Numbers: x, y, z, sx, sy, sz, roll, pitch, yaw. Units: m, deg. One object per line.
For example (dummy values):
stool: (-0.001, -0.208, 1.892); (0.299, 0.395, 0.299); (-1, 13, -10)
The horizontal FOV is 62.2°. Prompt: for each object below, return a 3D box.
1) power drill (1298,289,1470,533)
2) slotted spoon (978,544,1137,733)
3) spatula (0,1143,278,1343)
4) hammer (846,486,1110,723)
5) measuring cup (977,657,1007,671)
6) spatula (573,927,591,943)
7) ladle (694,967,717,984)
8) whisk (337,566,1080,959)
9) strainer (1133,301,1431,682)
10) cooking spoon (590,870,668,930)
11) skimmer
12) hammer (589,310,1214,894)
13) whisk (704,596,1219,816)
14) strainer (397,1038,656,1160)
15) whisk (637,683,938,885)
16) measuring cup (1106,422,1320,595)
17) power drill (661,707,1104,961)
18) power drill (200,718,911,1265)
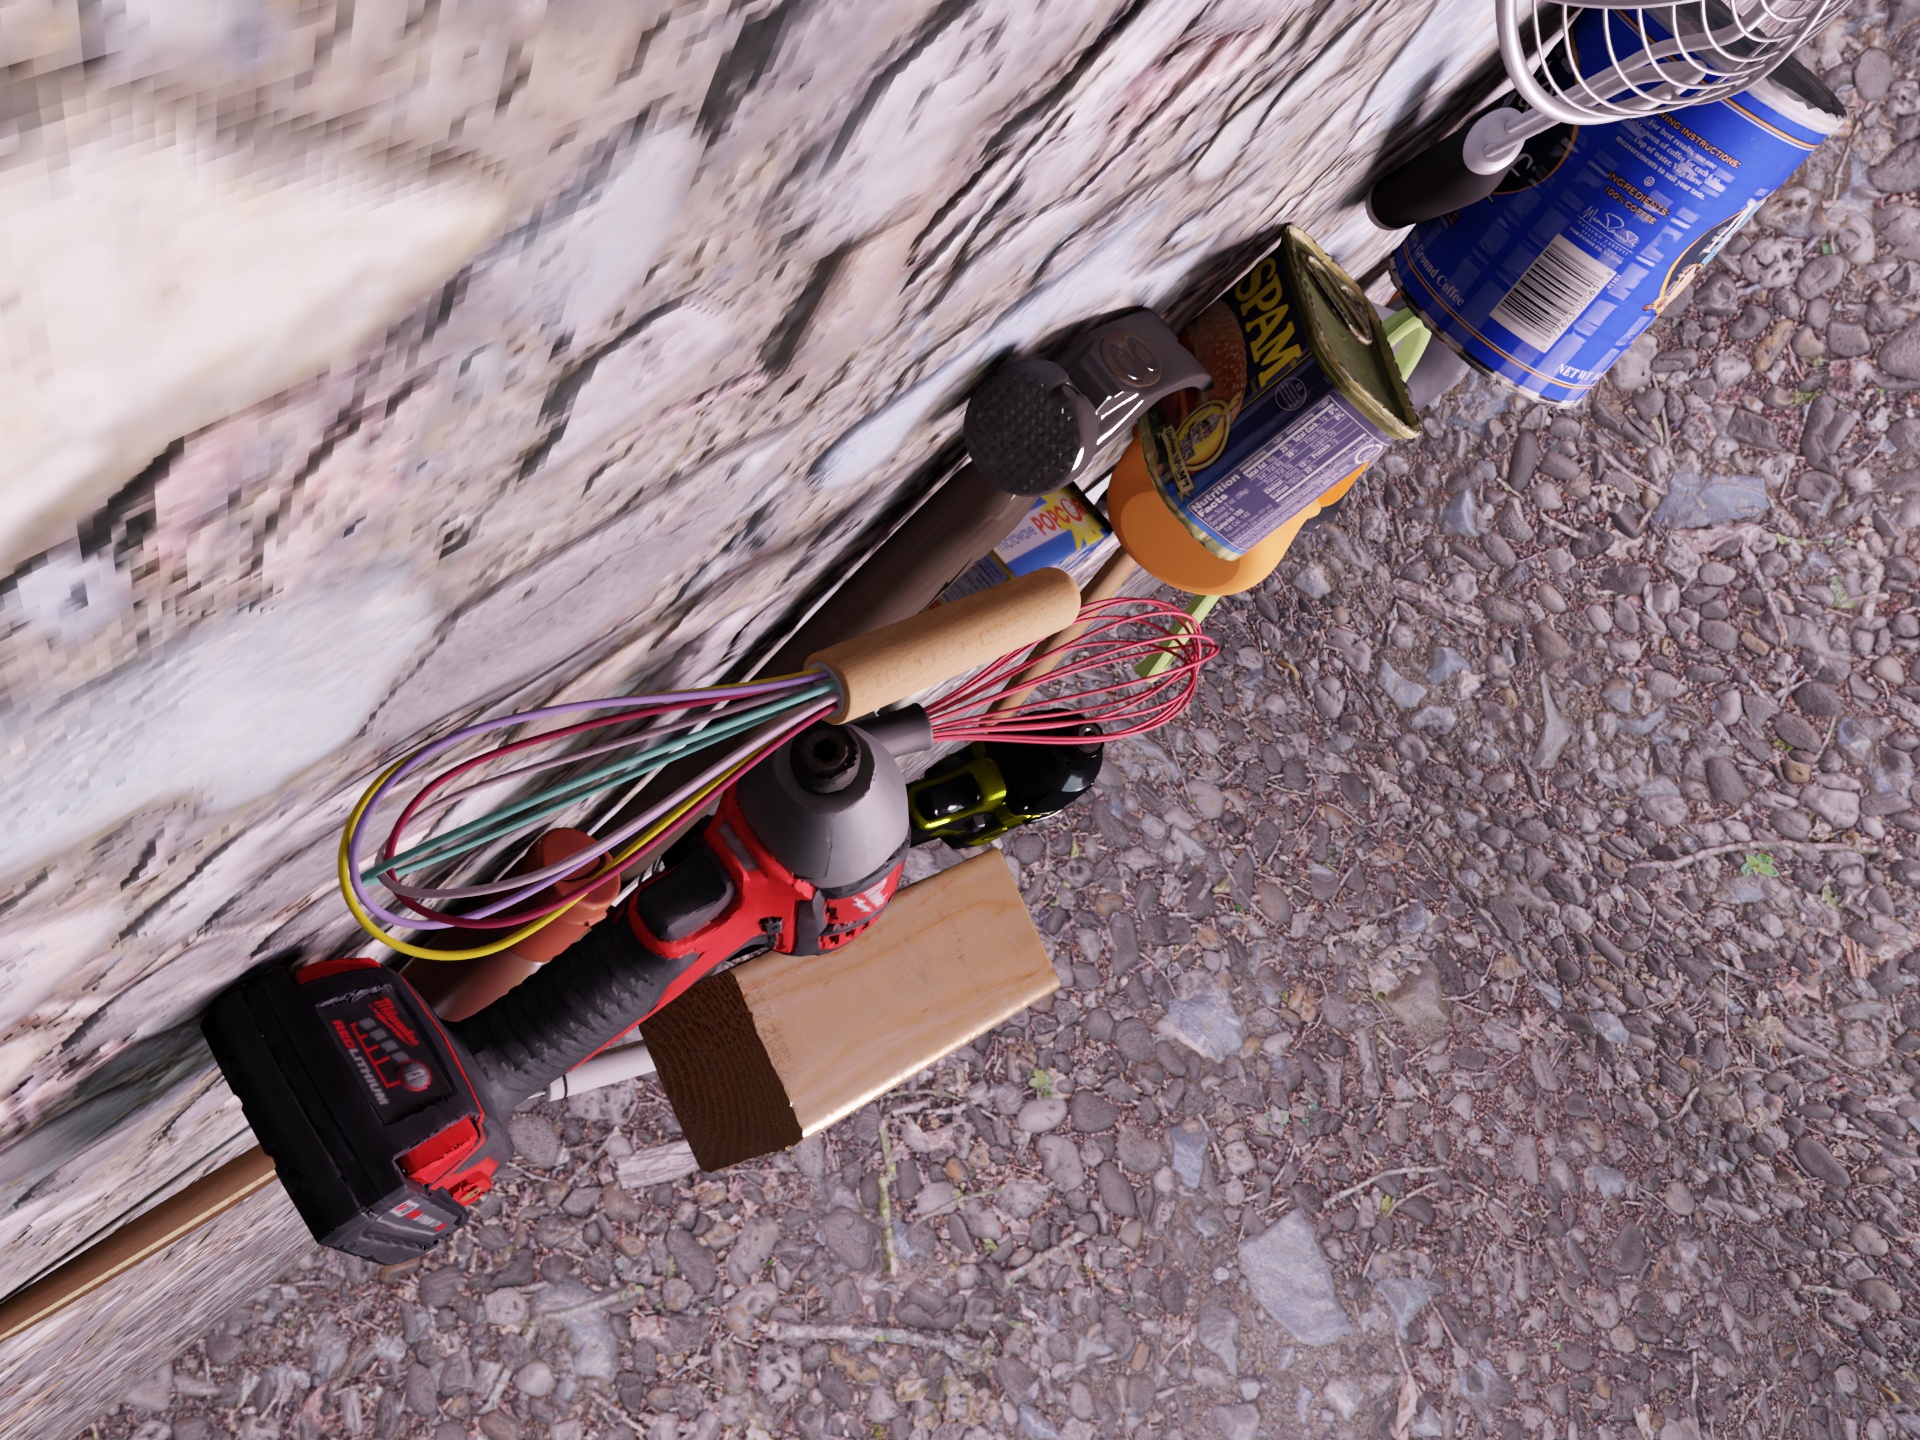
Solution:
power drill: (0.260, -0.210, 1.021); (0.164, 0.084, 0.226); (-53, -179, -24)
slotted spoon: (0.099, -0.094, 1.034); (0.070, 0.031, 0.313); (-29, 162, -53)
spatula: (-0.287, 0.196, 0.734); (0.317, 0.044, 0.082); (-31, 174, -35)
hammer: (0.074, -0.108, 0.874); (0.405, 0.035, 0.144); (-39, 178, -11)
measuring cup: (0.064, -0.087, 1.071); (0.167, 0.038, 0.083); (-38, 179, 36)
spatula: (-0.255, 0.148, 0.871); (0.060, 0.018, 0.316); (-39, 177, 15)
ladle: (-0.126, 0.109, 1.016); (0.078, 0.062, 0.320); (-35, -171, 11)
whisk: (-0.054, 0.002, 0.438); (0.245, 0.047, 0.051); (-24, 166, -39)
strainer: (0.141, -0.125, 0.831); (0.151, 0.069, 0.256); (-34, 162, -48)
cooking spoon: (-0.173, 0.101, 0.786); (0.069, 0.017, 0.319); (-46, -173, -13)
skimmer: (0.164, -0.208, 0.472); (0.127, 0.090, 0.363); (-42, -172, 4)
hammer: (-0.071, -0.005, 0.613); (0.410, 0.038, 0.146); (-40, 179, 33)
whisk: (-0.001, -0.002, 0.760); (0.296, 0.073, 0.073); (-16, 168, -23)
strainer: (-0.225, 0.198, 0.849); (0.258, 0.087, 0.050); (-11, 120, -32)
whisk: (-0.094, 0.037, 0.943); (0.246, 0.058, 0.059); (-43, 149, -18)
measuring cup: (0.111, -0.119, 0.685); (0.052, 0.095, 0.173); (-57, 165, -27)
power drill: (-0.037, 0.052, 0.858); (0.223, 0.080, 0.171); (-19, 174, -27)
power drill: (-0.112, 0.076, 0.512); (0.219, 0.079, 0.143); (-32, 165, -18)
